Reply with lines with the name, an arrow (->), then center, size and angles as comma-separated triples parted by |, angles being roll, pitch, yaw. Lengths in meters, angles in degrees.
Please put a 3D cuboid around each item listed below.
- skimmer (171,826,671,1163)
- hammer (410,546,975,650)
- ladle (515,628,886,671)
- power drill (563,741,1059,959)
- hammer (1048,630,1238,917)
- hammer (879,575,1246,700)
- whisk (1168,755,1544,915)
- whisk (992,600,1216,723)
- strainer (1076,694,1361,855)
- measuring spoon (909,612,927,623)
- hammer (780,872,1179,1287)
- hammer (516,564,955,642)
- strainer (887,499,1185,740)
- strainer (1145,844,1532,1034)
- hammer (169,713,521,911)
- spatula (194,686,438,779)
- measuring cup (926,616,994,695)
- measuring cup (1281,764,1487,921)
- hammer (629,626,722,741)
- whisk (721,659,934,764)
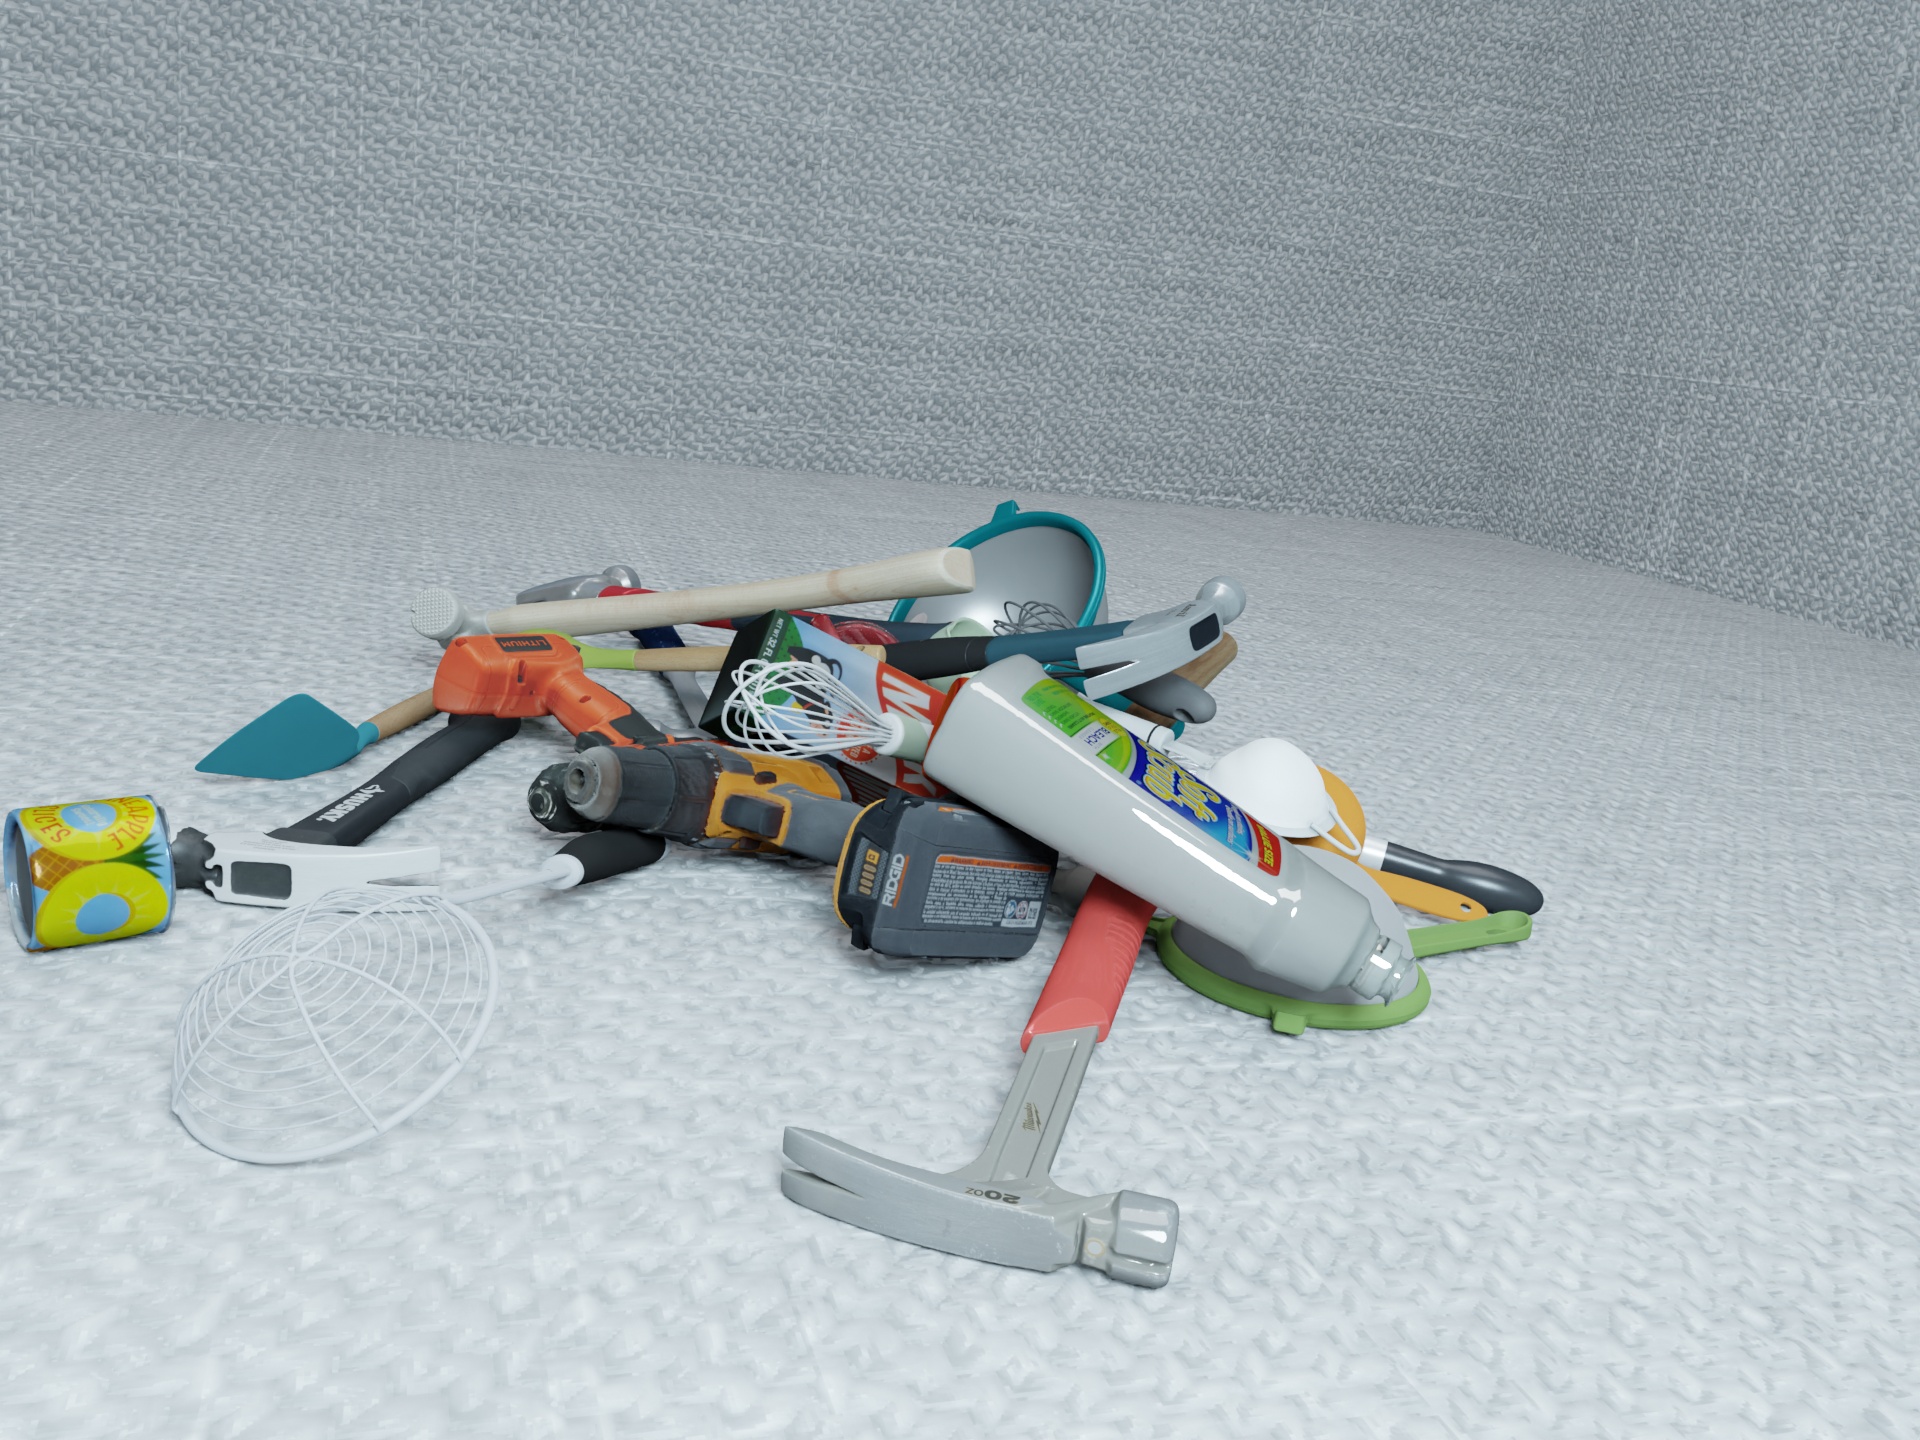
skimmer -> -0.217, 0.108, 0.750 | 0.127, 0.090, 0.363 | 1, 3, 12
hammer -> -0.192, -0.086, 1.206 | 0.410, 0.038, 0.146 | -6, -11, 8
ladle -> -0.195, -0.033, 1.101 | 0.320, 0.062, 0.078 | 0, 46, 22
power drill -> -0.085, 0.059, 0.853 | 0.226, 0.084, 0.185 | 16, 3, 40
hammer -> 0.099, 0.021, 1.033 | 0.130, 0.031, 0.331 | 8, 32, 31
hammer -> 0.013, -0.044, 1.046 | 0.331, 0.033, 0.128 | -5, 20, 33
whisk -> 0.238, 0.078, 1.044 | 0.284, 0.070, 0.070 | 16, 16, 12
whisk -> 0.093, -0.039, 1.069 | 0.055, 0.055, 0.239 | -2, 16, -31
strainer -> 0.128, 0.014, 0.969 | 0.259, 0.050, 0.087 | 22, 28, 32
measuring spoon -> -0.053, -0.039, 1.292 | 0.034, 0.018, 0.124 | 0, 48, 37
hammer -> 0.047, 0.126, 0.735 | 0.149, 0.036, 0.359 | 11, 21, 12
hammer -> -0.178, -0.081, 1.307 | 0.386, 0.038, 0.143 | 9, 18, 25
strainer -> 0.078, -0.040, 1.269 | 0.341, 0.211, 0.095 | 36, -9, 48
strainer -> 0.233, 0.106, 0.898 | 0.256, 0.069, 0.152 | -3, 17, -28
hammer -> -0.330, 0.040, 0.948 | 0.146, 0.035, 0.335 | 7, 14, 2
spatula -> -0.393, -0.007, 1.070 | 0.082, 0.044, 0.317 | -34, 7, 9
measuring cup -> -0.002, -0.004, 1.161 | 0.038, 0.083, 0.168 | -27, 35, 32
measuring cup -> 0.245, 0.080, 0.975 | 0.173, 0.052, 0.095 | 18, 52, 9
hammer -> -0.219, -0.034, 1.283 | 0.144, 0.035, 0.406 | 2, 15, -19
whisk -> -0.047, 0.005, 0.901 | 0.246, 0.059, 0.058 | 16, 33, -56
